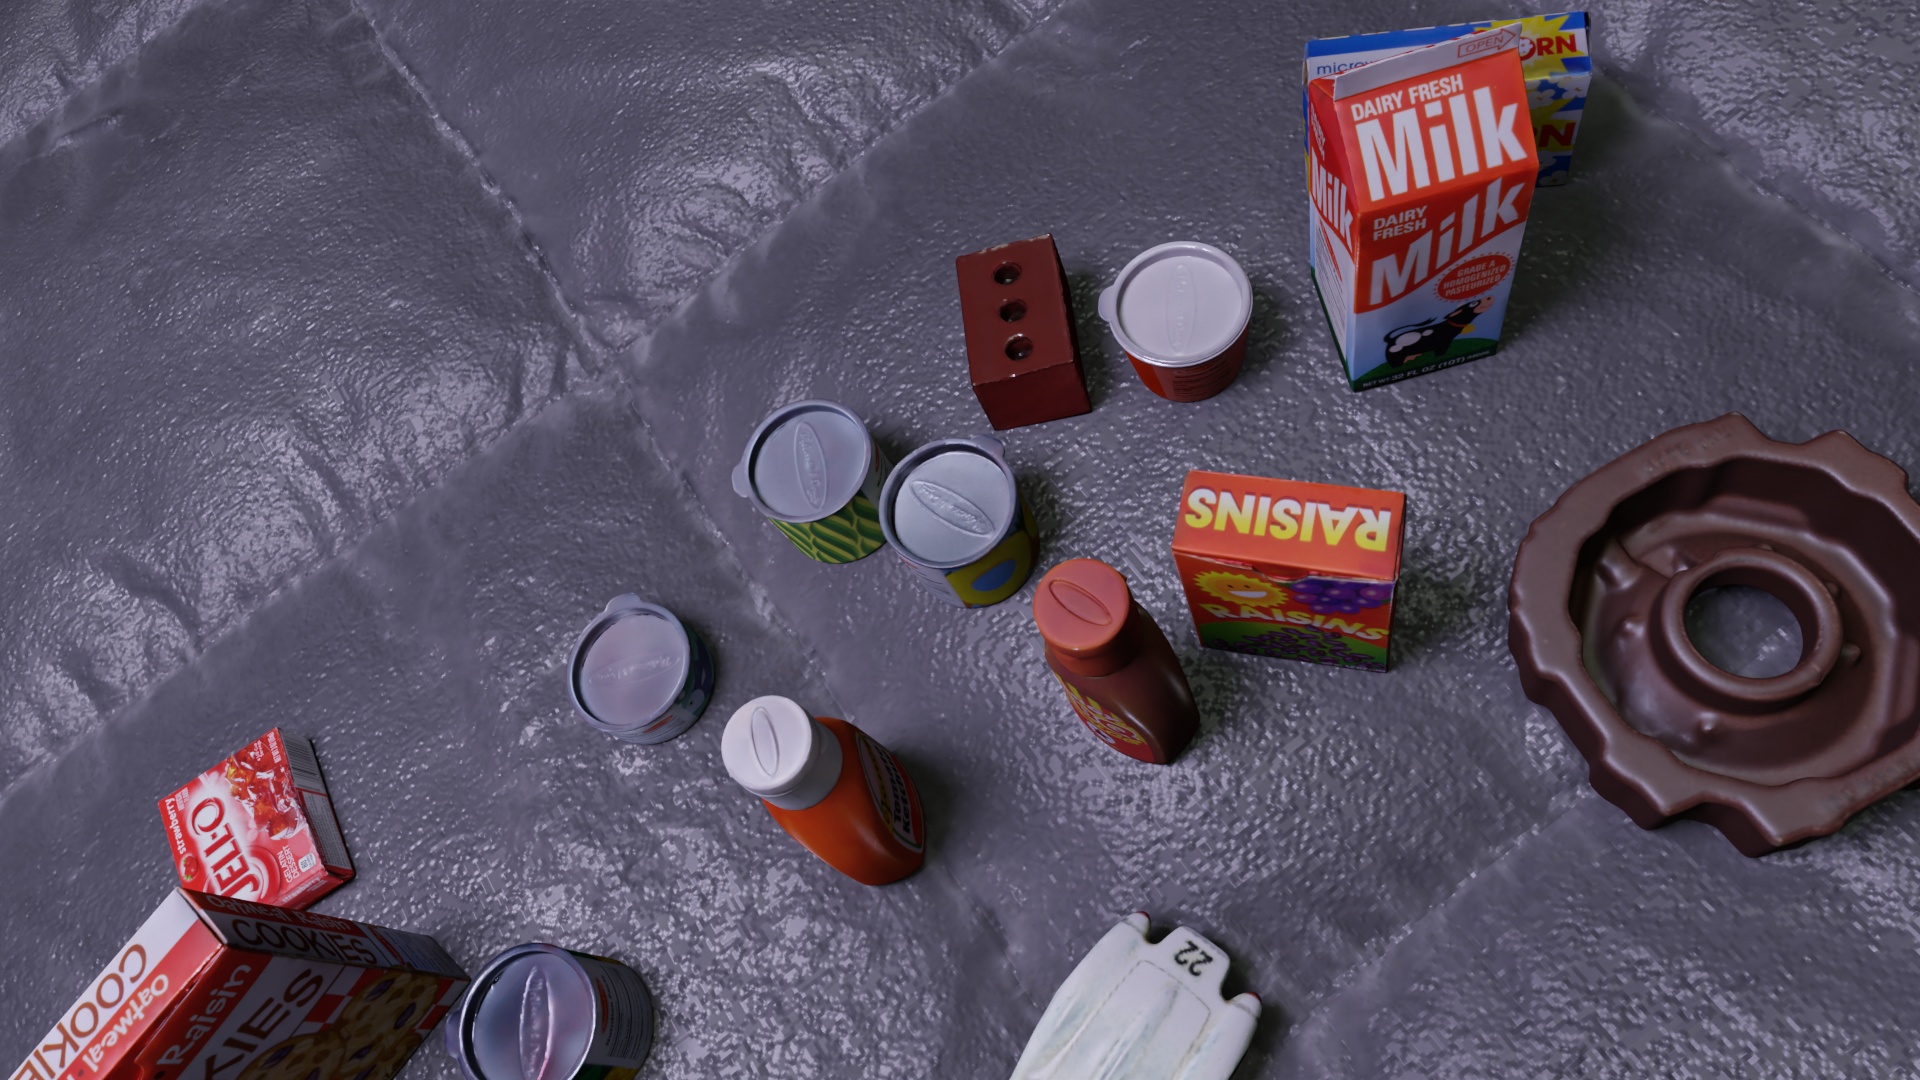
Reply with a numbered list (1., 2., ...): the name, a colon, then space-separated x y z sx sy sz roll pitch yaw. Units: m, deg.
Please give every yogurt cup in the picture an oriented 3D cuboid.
1. yogurt cup: 0.109 -0.103 0.677 0.072 0.053 0.072 -5 66 13

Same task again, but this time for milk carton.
1. milk carton: 0.194 -0.146 0.596 0.072 0.190 0.074 -15 65 9

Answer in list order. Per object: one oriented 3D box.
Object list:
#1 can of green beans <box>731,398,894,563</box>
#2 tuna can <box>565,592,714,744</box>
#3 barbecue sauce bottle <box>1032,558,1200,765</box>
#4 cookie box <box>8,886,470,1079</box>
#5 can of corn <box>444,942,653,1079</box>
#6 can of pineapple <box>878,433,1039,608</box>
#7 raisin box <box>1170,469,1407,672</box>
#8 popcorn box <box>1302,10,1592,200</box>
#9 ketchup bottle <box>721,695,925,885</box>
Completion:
1. can of green beans: -0.067 -0.028 0.690 0.071 0.057 0.071 -5 67 13
2. tuna can: -0.158 0.064 0.689 0.071 0.032 0.071 -5 66 13
3. barbecue sauce bottle: 0.062 0.049 0.572 0.065 0.148 0.044 35 80 25
4. cookie box: -0.303 0.218 0.586 0.040 0.167 0.123 34 80 25
5. can of corn: -0.180 0.216 0.615 0.071 0.058 0.071 -5 67 13
6. can of pineapple: 0.002 -0.008 0.663 0.071 0.057 0.071 -5 67 13
7. raisin box: 0.138 0.016 0.580 0.086 0.123 0.040 8 70 18
8. popcorn box: 0.231 -0.207 0.671 0.127 0.085 0.038 -1 68 14
9. ketchup bottle: -0.055 0.102 0.580 0.043 0.148 0.065 -21 64 6
